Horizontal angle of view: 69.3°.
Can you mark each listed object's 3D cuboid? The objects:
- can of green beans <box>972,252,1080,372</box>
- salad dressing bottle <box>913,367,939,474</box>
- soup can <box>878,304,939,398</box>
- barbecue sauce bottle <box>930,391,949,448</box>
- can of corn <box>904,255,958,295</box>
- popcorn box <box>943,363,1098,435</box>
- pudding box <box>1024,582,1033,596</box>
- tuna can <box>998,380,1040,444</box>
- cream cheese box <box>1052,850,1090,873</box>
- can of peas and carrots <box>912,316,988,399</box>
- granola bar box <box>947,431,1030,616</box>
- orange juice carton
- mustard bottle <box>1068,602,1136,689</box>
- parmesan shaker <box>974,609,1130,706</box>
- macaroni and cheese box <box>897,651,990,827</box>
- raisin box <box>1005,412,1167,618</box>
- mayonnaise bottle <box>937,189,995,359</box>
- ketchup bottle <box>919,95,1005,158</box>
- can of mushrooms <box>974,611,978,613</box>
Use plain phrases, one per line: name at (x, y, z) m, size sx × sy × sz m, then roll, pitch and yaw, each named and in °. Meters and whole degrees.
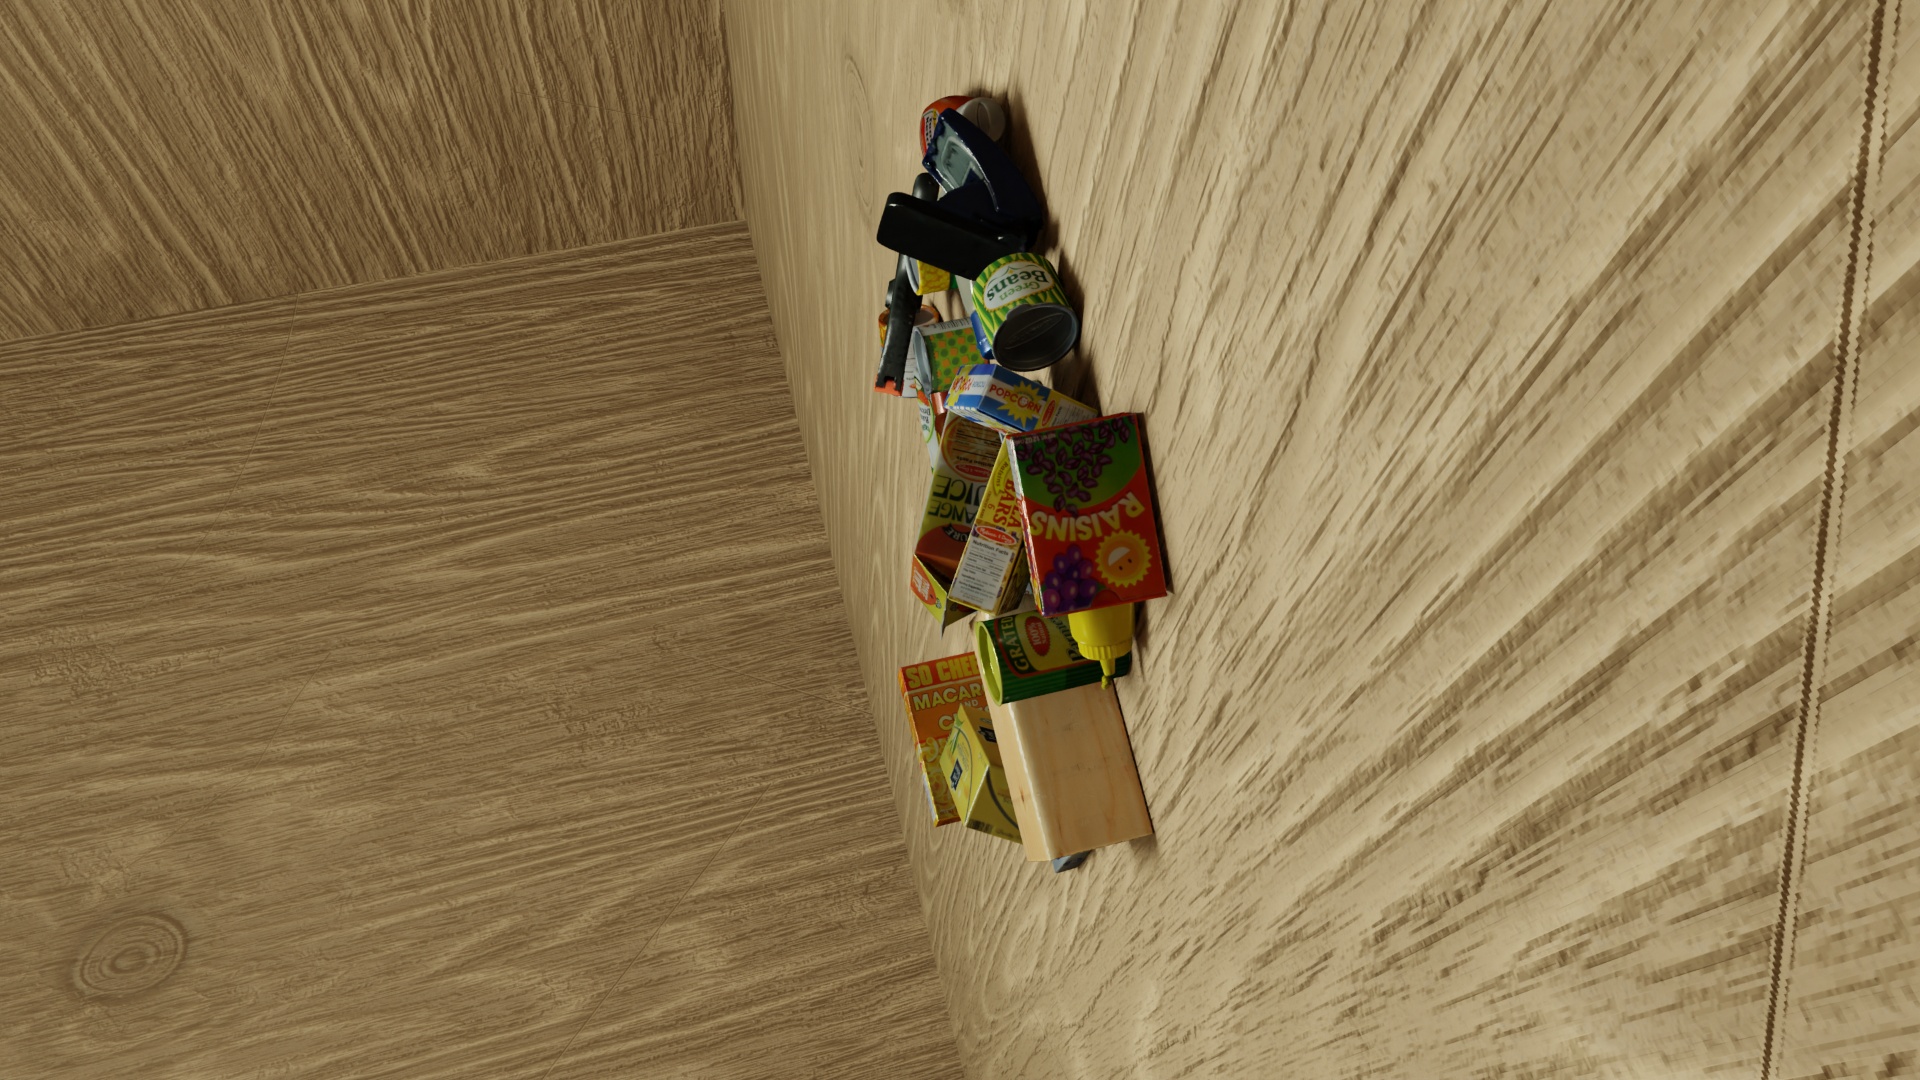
can of green beans at (0.047, -0.166, 1.007) m, size 0.071 × 0.071 × 0.058 m, roll 92°, pitch 163°, yaw -52°
salad dressing bottle at (-0.018, -0.115, 1.483) m, size 0.064 × 0.044 × 0.147 m, roll -136°, pitch 34°, yaw -62°
soup can at (-0.054, -0.207, 1.507) m, size 0.071 × 0.071 × 0.083 m, roll -117°, pitch 19°, yaw -55°
barbecue sauce bottle at (0.000, -0.095, 1.412) m, size 0.065 × 0.044 × 0.148 m, roll 154°, pitch 104°, yaw -81°
can of corn at (-0.017, -0.262, 1.266) m, size 0.071 × 0.058 × 0.071 m, roll 170°, pitch 88°, yaw -80°
popcorn box at (0.043, -0.099, 1.040) m, size 0.127 × 0.085 × 0.038 m, roll -151°, pitch 83°, yaw -77°
pudding box at (0.051, 0.053, 1.340) m, size 0.049 × 0.030 × 0.084 m, roll 100°, pitch 156°, yaw -61°
tuna can at (0.053, -0.097, 1.145) m, size 0.071 × 0.033 × 0.071 m, roll 170°, pitch 88°, yaw -80°
cream cheese box at (0.102, 0.285, 1.343) m, size 0.103 × 0.024 × 0.053 m, roll 102°, pitch 154°, yaw -66°
can of peas and carrots at (-0.009, -0.174, 1.323) m, size 0.071 × 0.059 × 0.071 m, roll 169°, pitch 88°, yaw -80°
granola bar box at (0.040, -0.010, 1.023) m, size 0.165 × 0.039 × 0.124 m, roll 8°, pitch -78°, yaw -82°
orange juice carton at (0.004, -0.015, 1.181) m, size 0.071 × 0.073 × 0.193 m, roll 101°, pitch -179°, yaw -65°
mustard bottle at (0.099, 0.033, 0.999) m, size 0.065 × 0.049 × 0.159 m, roll -119°, pitch 19°, yaw -69°
parmesan shaker at (0.070, 0.080, 1.061) m, size 0.071 × 0.103 × 0.071 m, roll 169°, pitch 88°, yaw -79°
macaroni and cheese box at (0.012, 0.203, 1.457) m, size 0.040 × 0.124 × 0.167 m, roll 106°, pitch 151°, yaw -66°
raisin box at (0.083, -0.017, 0.921) m, size 0.040 × 0.086 × 0.123 m, roll -134°, pitch 33°, yaw -82°
mayonnaise bottle at (0.017, -0.228, 1.175) m, size 0.064 × 0.041 × 0.148 m, roll 117°, pitch 139°, yaw -76°
ketchup bottle at (0.002, -0.331, 1.126) m, size 0.149 × 0.043 × 0.064 m, roll -143°, pitch 42°, yaw -74°
can of mushrooms at (0.020, 0.039, 1.395) m, size 0.033 × 0.071 × 0.071 m, roll 171°, pitch 87°, yaw -80°
